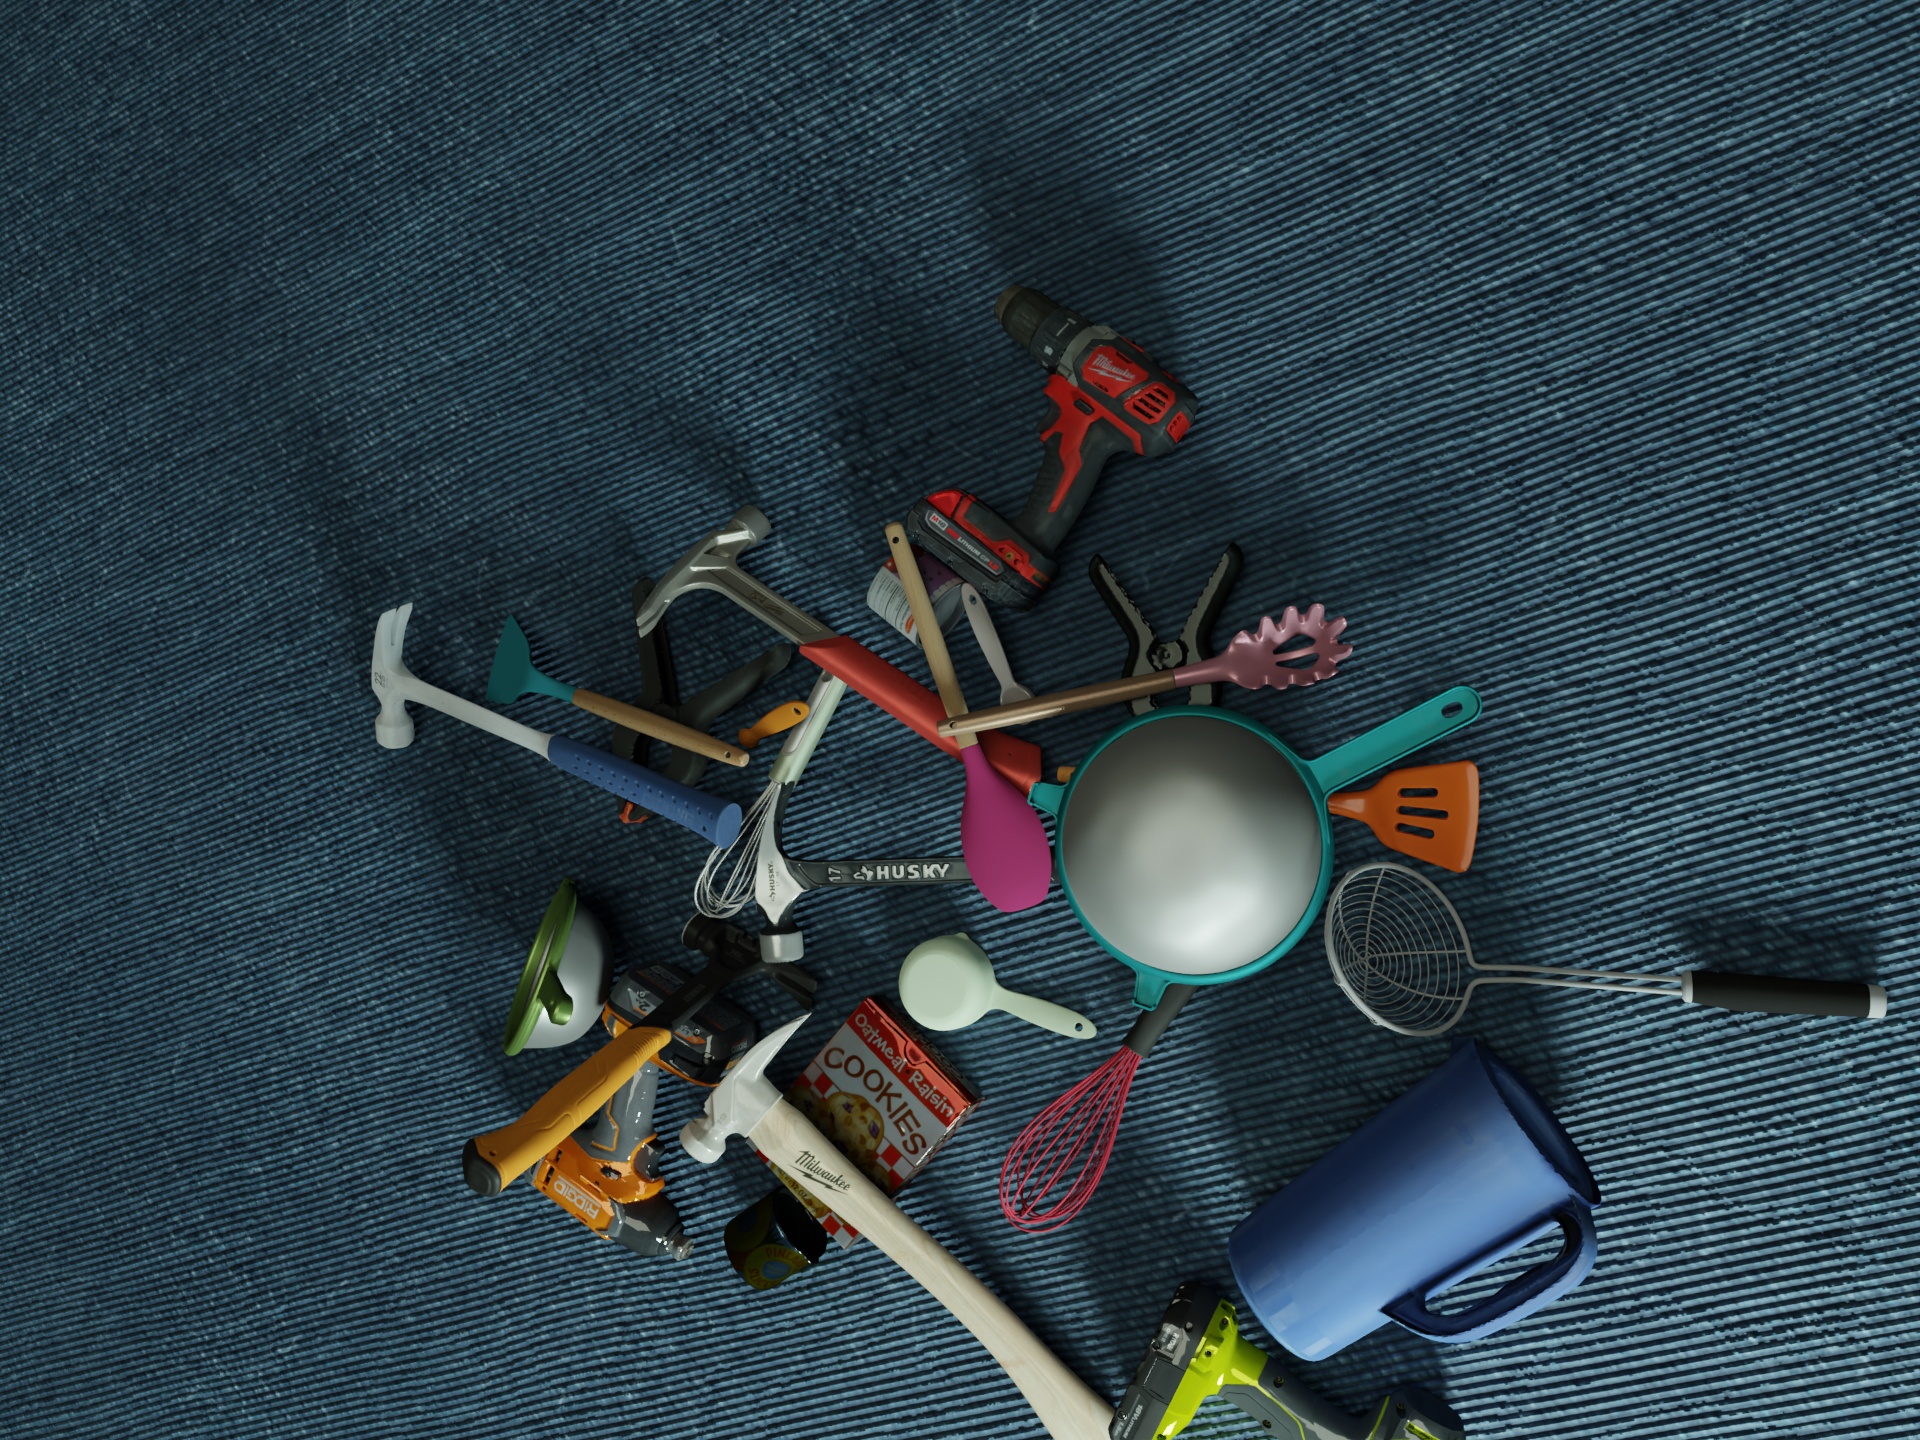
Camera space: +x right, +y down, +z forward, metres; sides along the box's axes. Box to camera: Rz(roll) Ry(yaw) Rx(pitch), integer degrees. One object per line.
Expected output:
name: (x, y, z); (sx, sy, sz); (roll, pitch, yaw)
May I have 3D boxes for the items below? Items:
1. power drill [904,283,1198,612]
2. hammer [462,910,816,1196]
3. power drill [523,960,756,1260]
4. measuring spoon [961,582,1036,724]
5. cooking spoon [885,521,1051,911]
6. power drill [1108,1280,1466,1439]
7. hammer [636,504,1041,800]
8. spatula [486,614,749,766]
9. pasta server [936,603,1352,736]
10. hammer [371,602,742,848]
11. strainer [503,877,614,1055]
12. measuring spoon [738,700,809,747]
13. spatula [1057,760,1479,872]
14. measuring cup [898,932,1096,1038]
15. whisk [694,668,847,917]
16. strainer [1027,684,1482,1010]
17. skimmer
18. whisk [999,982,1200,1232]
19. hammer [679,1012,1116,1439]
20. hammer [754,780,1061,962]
power drill: (0.054, -0.221, 1.267); (0.188, 0.080, 0.226); (41, 98, 17)
hammer: (-0.248, 0.259, 1.225); (0.127, 0.337, 0.034); (27, 122, 17)
power drill: (-0.262, 0.340, 1.353); (0.164, 0.084, 0.226); (30, 102, 18)
measuring spoon: (0.032, -0.056, 1.279); (0.034, 0.018, 0.124); (-17, 101, 44)
cooking spoon: (-0.002, -0.004, 1.244); (0.069, 0.017, 0.319); (-20, 88, 14)
power drill: (0.230, 0.532, 1.164); (0.223, 0.080, 0.171); (26, 96, 16)
hammer: (-0.089, -0.037, 1.305); (0.359, 0.036, 0.149); (34, 66, 14)
spatula: (-0.306, -0.015, 1.384); (0.318, 0.044, 0.082); (19, 95, 26)
pasta server: (0.134, -0.027, 1.201); (0.316, 0.040, 0.060); (-12, 79, 7)
hammer: (-0.363, 0.016, 1.383); (0.406, 0.035, 0.144); (20, 121, 24)
strainer: (-0.319, 0.223, 1.321); (0.069, 0.256, 0.151); (21, 85, -19)
measuring spoon: (-0.157, 0.004, 1.330); (0.021, 0.011, 0.117); (43, 146, -16)
spatula: (0.225, 0.056, 1.207); (0.323, 0.041, 0.081); (5, 90, 21)
measuring cup: (0.027, 0.225, 1.271); (0.168, 0.038, 0.083); (16, 93, 22)
whisk: (-0.156, 0.058, 1.346); (0.058, 0.059, 0.246); (30, 94, 45)
strainer: (0.214, 0.064, 1.140); (0.340, 0.095, 0.211); (-30, 82, 17)
skimmer: (0.438, 0.168, 1.097); (0.363, 0.090, 0.127); (2, 59, 18)
whisk: (0.123, 0.269, 1.228); (0.073, 0.073, 0.296); (35, 93, 18)
hammer: (-0.028, 0.412, 1.251); (0.411, 0.038, 0.146); (41, 99, 7)
hammer: (0.026, 0.112, 1.267); (0.409, 0.036, 0.149); (-4, 91, 16)
